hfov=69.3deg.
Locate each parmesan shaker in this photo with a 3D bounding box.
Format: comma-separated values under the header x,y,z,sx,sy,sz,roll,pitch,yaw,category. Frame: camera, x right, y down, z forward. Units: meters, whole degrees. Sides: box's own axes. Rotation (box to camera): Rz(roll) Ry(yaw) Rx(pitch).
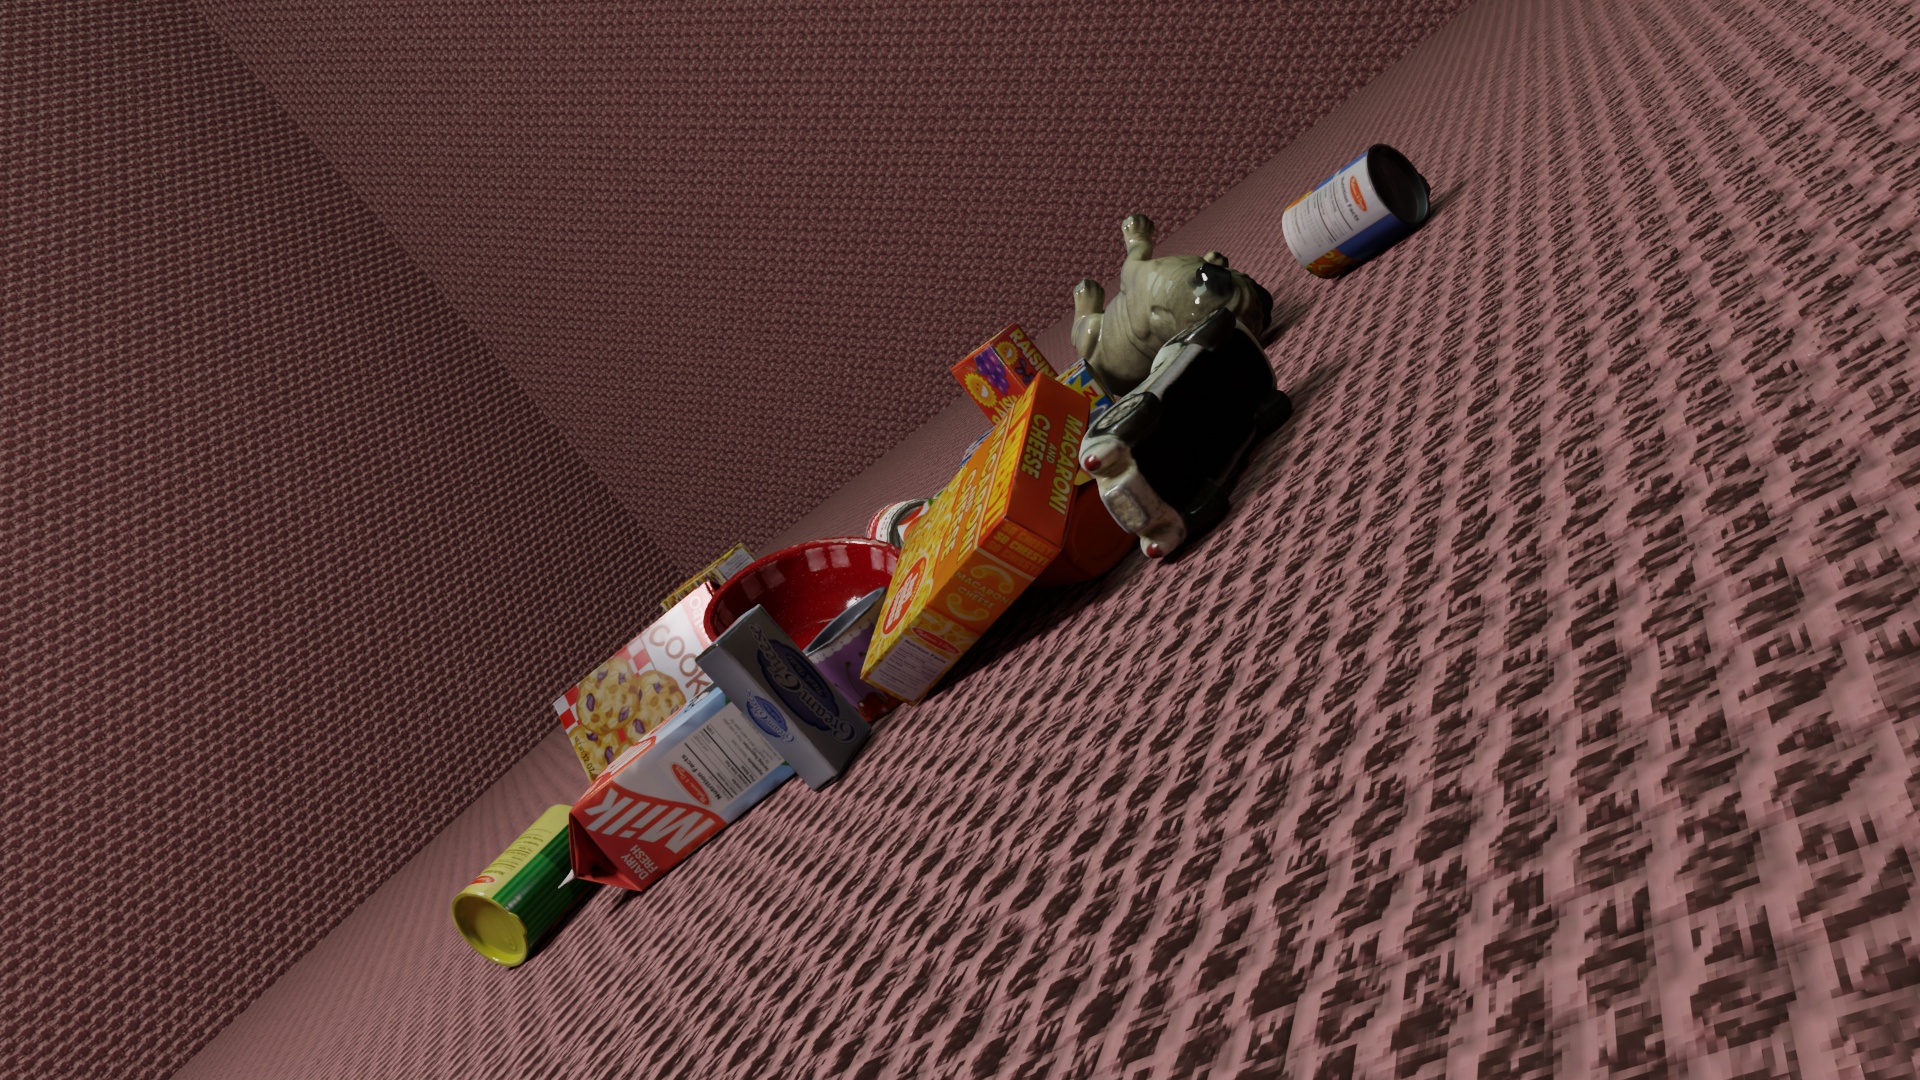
x,y,z,sx,sy,sz,roll,pitch,yaw,category
-0.306,0.249,1.010,0.071,0.071,0.103,-34,8,37,parmesan shaker

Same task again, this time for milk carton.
x,y,z,sx,sy,sz,roll,pitch,yaw,category
-0.184,0.159,0.913,0.190,0.073,0.072,-39,7,8,milk carton

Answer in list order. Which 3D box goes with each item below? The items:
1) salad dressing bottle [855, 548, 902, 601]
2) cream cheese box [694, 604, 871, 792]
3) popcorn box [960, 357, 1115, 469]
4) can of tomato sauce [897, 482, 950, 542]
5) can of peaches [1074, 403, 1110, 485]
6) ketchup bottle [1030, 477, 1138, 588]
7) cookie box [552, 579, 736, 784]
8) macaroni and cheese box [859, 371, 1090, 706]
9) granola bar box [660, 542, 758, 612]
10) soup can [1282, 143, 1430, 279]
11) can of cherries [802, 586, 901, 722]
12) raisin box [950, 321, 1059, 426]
x,y,z,sx,sy,sz,roll,pitch,yaw,category
-0.071,0.050,1.125,0.147,0.044,0.064,-35,7,33,salad dressing bottle
-0.101,0.090,0.803,0.024,0.104,0.053,-39,6,31,cream cheese box
0.061,-0.089,1.098,0.126,0.038,0.085,-37,7,11,popcorn box
0.004,-0.013,1.036,0.083,0.071,0.071,-39,7,8,can of tomato sauce
0.084,-0.043,0.875,0.071,0.058,0.071,-39,7,6,can of peaches
0.052,0.001,0.821,0.065,0.043,0.148,-51,10,-19,ketchup bottle
-0.224,0.130,1.082,0.167,0.123,0.040,-38,-24,11,cookie box
0.009,0.001,0.790,0.165,0.040,0.124,-49,18,42,macaroni and cheese box
-0.199,0.077,1.274,0.039,0.124,0.165,-43,8,-30,granola bar box
0.290,-0.239,1.018,0.083,0.071,0.072,-31,11,50,soup can
-0.056,0.073,0.867,0.071,0.058,0.071,-39,8,7,can of cherries
0.057,-0.125,1.241,0.040,0.123,0.086,-42,8,-25,raisin box
